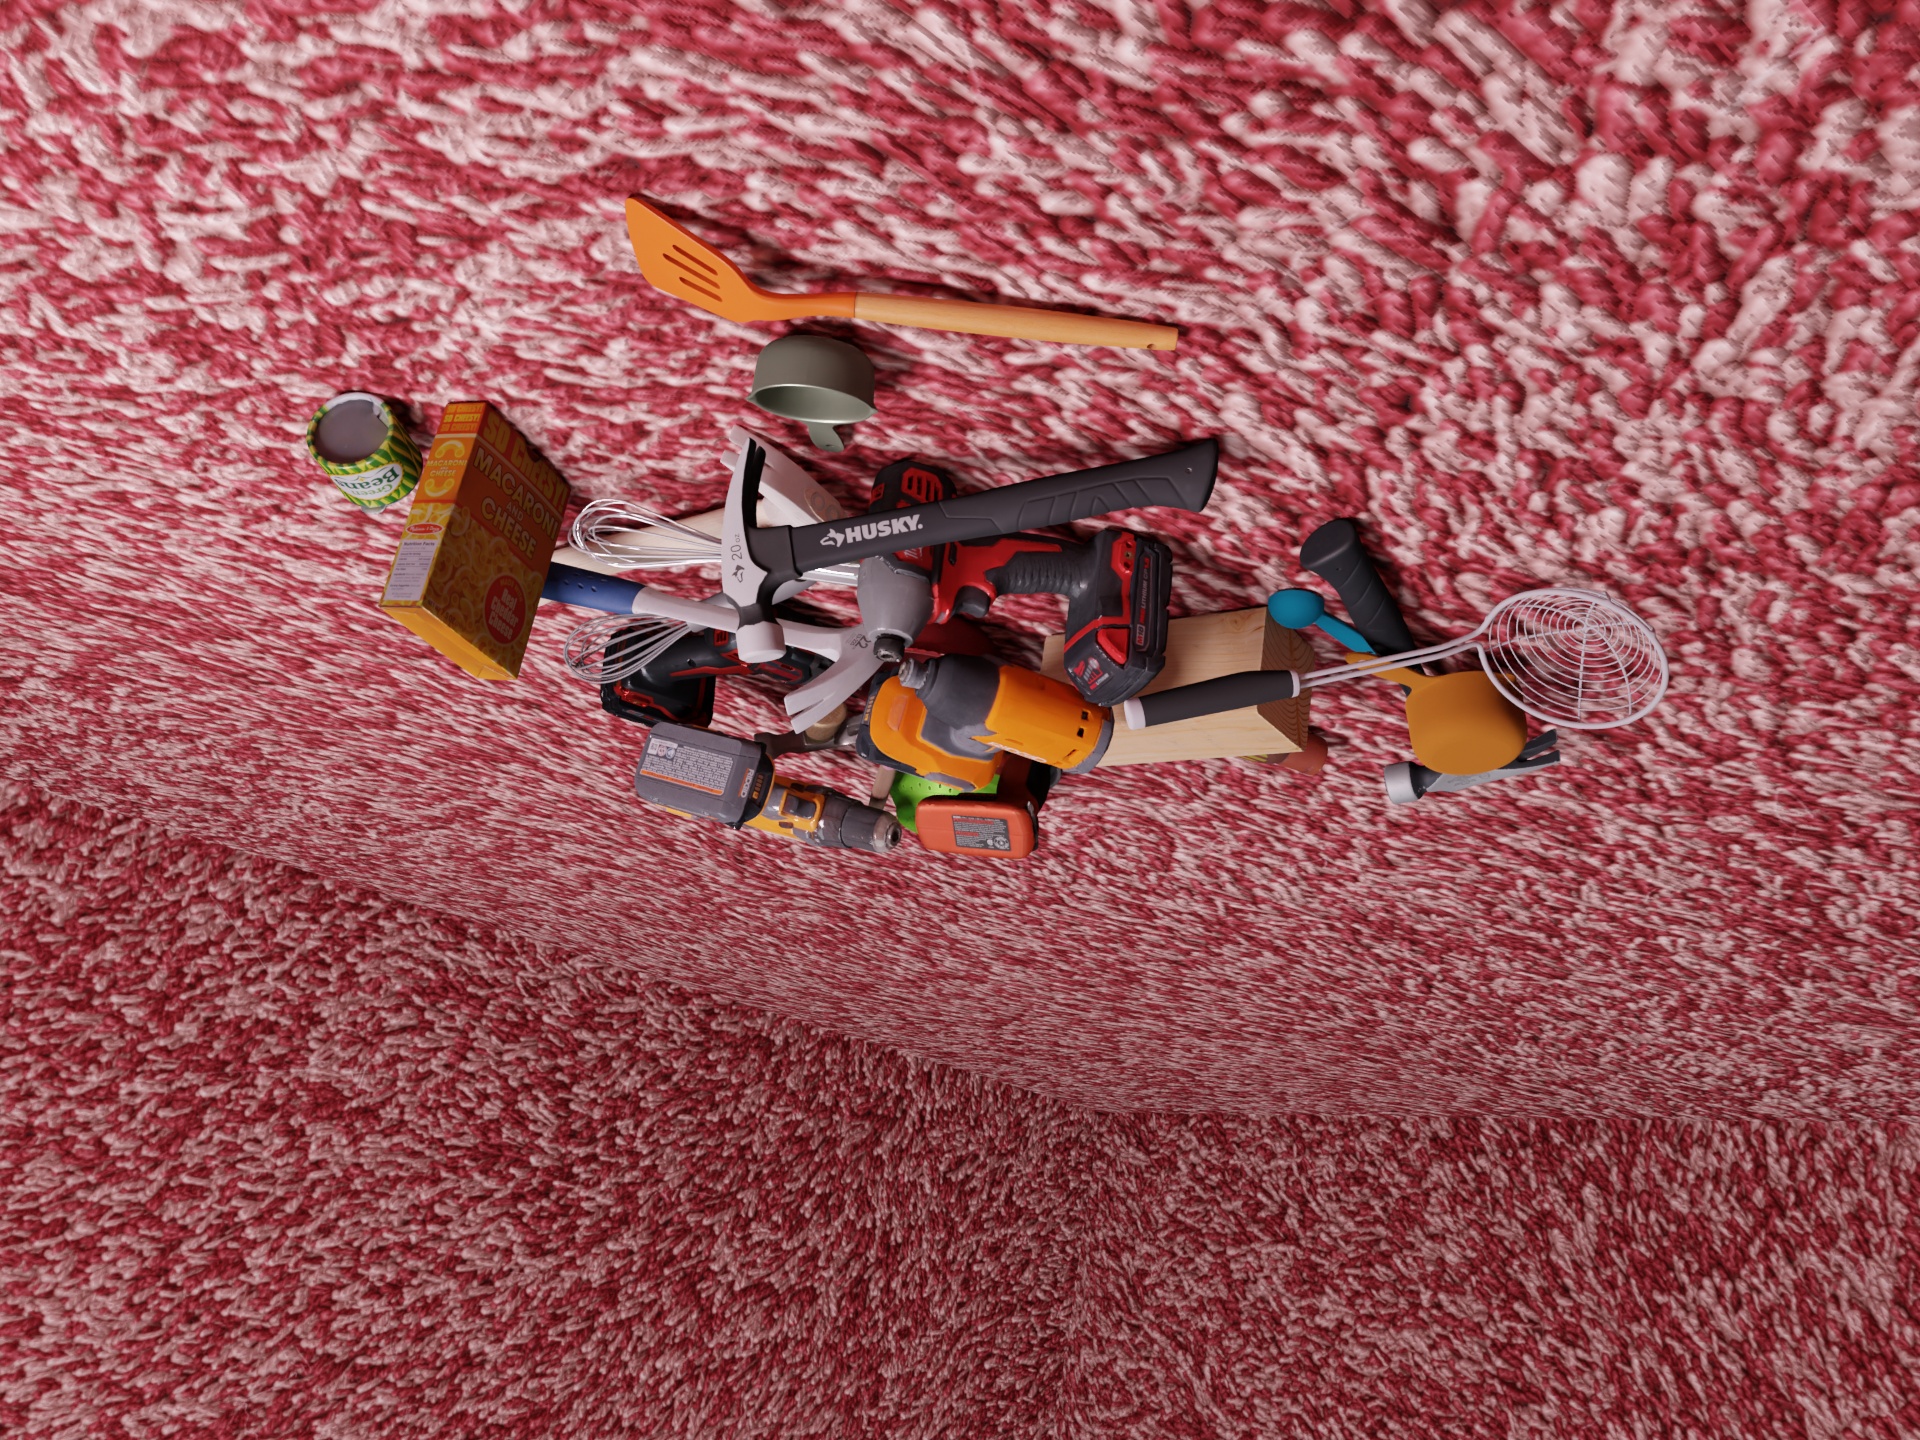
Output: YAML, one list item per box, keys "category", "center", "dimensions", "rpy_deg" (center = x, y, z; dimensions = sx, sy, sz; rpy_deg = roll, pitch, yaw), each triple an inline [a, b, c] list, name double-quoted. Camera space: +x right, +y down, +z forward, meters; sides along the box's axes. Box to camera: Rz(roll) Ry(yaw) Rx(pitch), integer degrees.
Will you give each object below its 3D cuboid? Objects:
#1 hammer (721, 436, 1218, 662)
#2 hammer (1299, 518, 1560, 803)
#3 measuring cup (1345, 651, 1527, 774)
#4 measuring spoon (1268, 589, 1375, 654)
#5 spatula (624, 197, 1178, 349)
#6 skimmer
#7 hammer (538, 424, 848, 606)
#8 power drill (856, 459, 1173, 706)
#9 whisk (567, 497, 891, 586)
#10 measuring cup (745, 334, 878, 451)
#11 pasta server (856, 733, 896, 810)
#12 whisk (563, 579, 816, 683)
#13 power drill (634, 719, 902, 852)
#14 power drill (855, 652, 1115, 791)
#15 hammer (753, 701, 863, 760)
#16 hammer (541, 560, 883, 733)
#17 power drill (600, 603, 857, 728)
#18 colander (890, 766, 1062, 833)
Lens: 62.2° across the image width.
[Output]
- category: "hammer"
  center: [0.003, -0.139, 1.041]
  dimensions: [0.335, 0.146, 0.035]
  rpy_deg: [-10, 172, 10]
- category: "hammer"
  center: [0.351, -0.037, 1.227]
  dimensions: [0.149, 0.036, 0.408]
  rpy_deg: [-13, 148, 26]
- category: "measuring cup"
  center: [0.353, -0.006, 1.194]
  dimensions: [0.173, 0.052, 0.095]
  rpy_deg: [18, 147, -31]
- category: "measuring spoon"
  center: [0.284, -0.065, 1.221]
  dimensions: [0.128, 0.021, 0.042]
  rpy_deg: [26, 155, -35]
- category: "spatula"
  center: [-0.035, -0.245, 0.918]
  dimensions: [0.322, 0.041, 0.081]
  rpy_deg: [6, 160, 0]
- category: "skimmer"
  center: [0.301, -0.019, 1.114]
  dimensions: [0.363, 0.090, 0.127]
  rpy_deg: [-11, 136, -2]
- category: "hammer"
  center: [-0.259, -0.143, 1.269]
  dimensions: [0.411, 0.038, 0.146]
  rpy_deg: [-6, 148, 41]
- category: "power drill"
  center: [0.033, -0.088, 1.123]
  dimensions: [0.219, 0.143, 0.078]
  rpy_deg: [15, 156, -17]
- category: "whisk"
  center: [-0.169, -0.123, 1.159]
  dimensions: [0.246, 0.059, 0.057]
  rpy_deg: [9, 127, 9]
- category: "measuring cup"
  center: [-0.089, -0.209, 1.032]
  dimensions: [0.083, 0.038, 0.167]
  rpy_deg: [6, 176, 1]
- category: "pasta server"
  center: [-0.073, 0.055, 1.502]
  dimensions: [0.060, 0.040, 0.316]
  rpy_deg: [28, 159, 2]
- category: "whisk"
  center: [-0.221, -0.087, 1.306]
  dimensions: [0.239, 0.055, 0.055]
  rpy_deg: [-20, 151, 12]
- category: "power drill"
  center: [-0.174, 0.074, 1.500]
  dimensions: [0.185, 0.084, 0.226]
  rpy_deg: [13, 171, 28]
- category: "power drill"
  center: [-0.002, -0.004, 1.241]
  dimensions: [0.164, 0.084, 0.226]
  rpy_deg: [19, 167, -21]
- category: "hammer"
  center: [-0.125, 0.005, 1.452]
  dimensions: [0.130, 0.031, 0.331]
  rpy_deg: [-11, 177, -7]
- category: "hammer"
  center: [-0.237, -0.086, 1.207]
  dimensions: [0.406, 0.144, 0.035]
  rpy_deg: [13, 139, 25]
- category: "power drill"
  center: [-0.197, -0.046, 1.444]
  dimensions: [0.227, 0.080, 0.187]
  rpy_deg: [-14, 155, 40]
- category: "colander"
  center: [0.065, 0.063, 1.564]
  dimensions: [0.397, 0.095, 0.204]
  rpy_deg: [-3, 155, 33]
